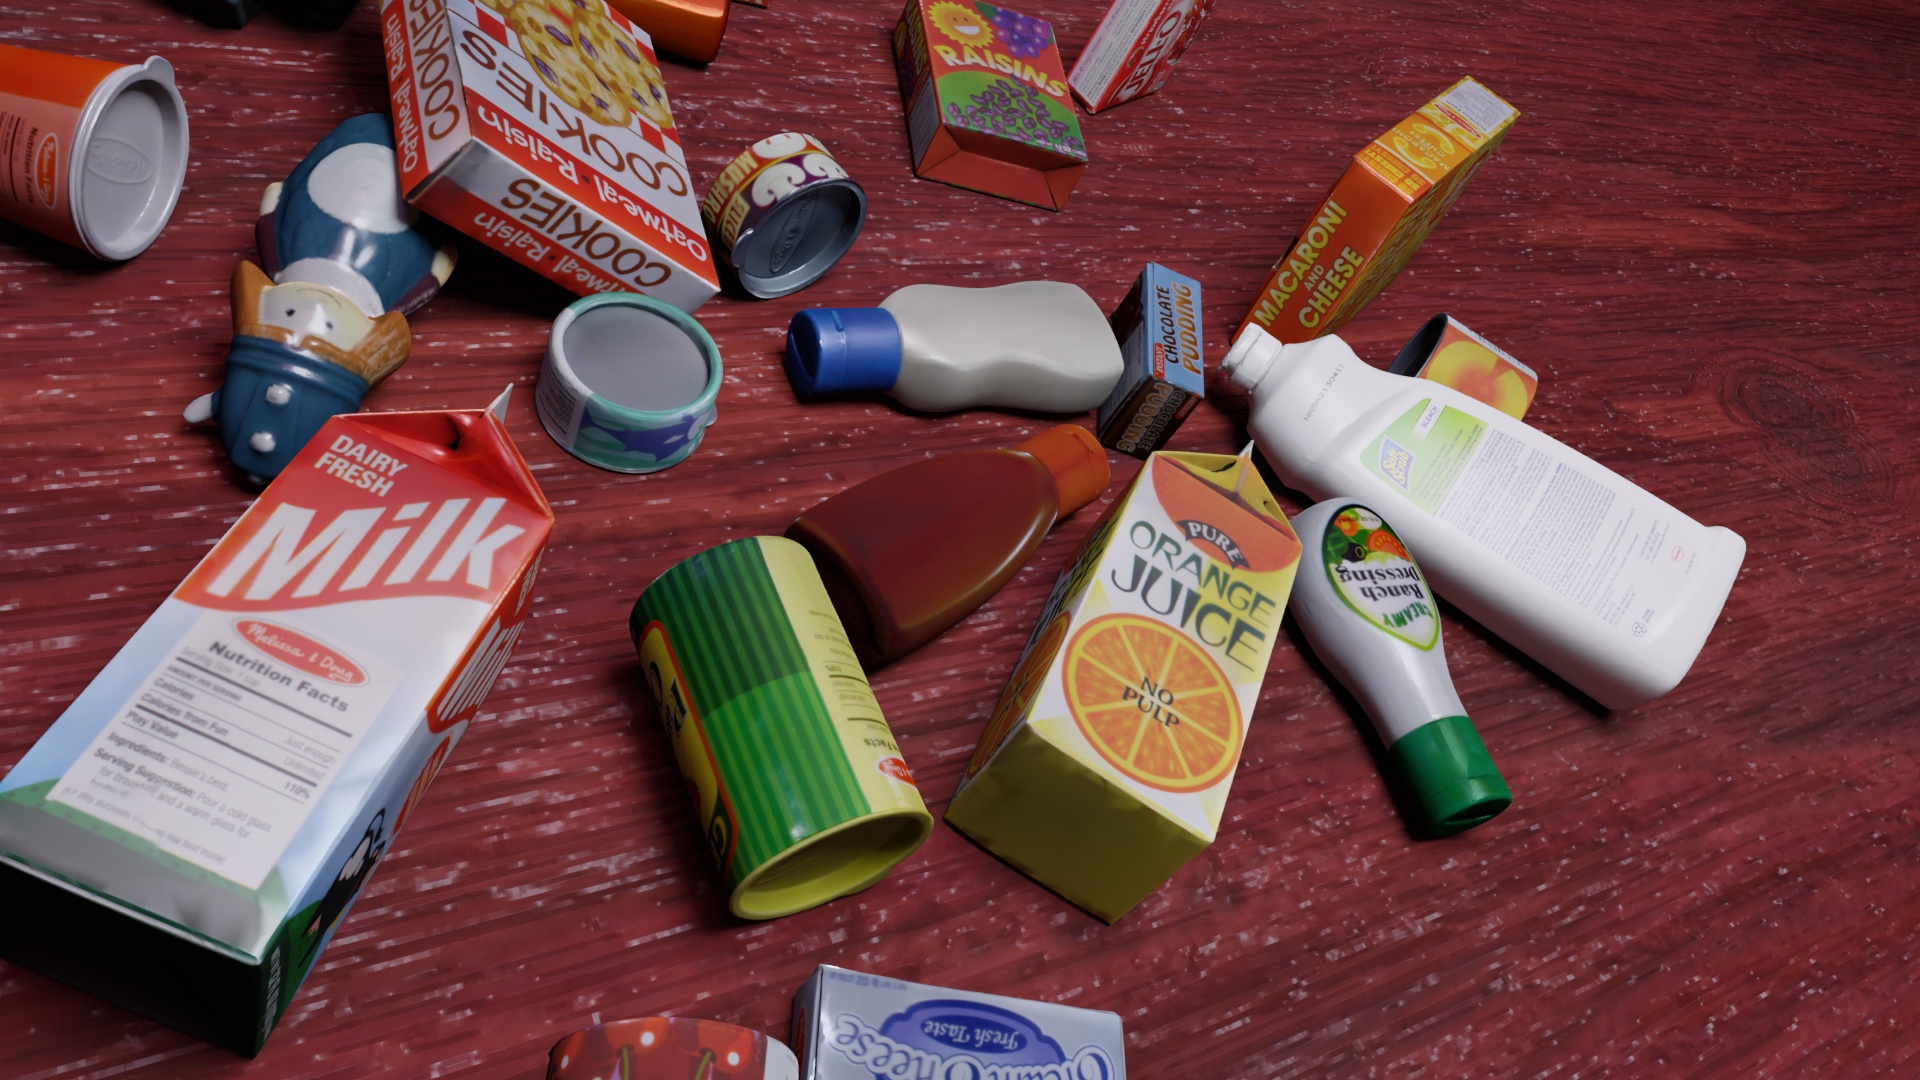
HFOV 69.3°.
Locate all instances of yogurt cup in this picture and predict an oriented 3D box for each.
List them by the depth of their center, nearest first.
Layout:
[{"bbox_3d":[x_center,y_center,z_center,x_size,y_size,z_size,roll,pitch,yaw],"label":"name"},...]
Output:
[{"bbox_3d":[-0.308,-0.135,0.474,0.054,0.072,0.073,15,48,-6],"label":"yogurt cup"}]

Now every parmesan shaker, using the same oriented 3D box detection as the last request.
[{"bbox_3d":[-0.059,0.060,0.446,0.071,0.071,0.103,-8,57,-33],"label":"parmesan shaker"}]

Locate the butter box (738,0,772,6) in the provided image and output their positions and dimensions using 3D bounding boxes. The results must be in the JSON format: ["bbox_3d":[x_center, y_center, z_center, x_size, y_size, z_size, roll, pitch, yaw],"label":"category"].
[{"bbox_3d":[-0.151,-0.317,0.735,0.104,0.024,0.053,2,52,-27],"label":"butter box"}]

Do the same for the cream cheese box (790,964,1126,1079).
[{"bbox_3d":[0.001,0.164,0.417,0.104,0.024,0.053,15,48,-17],"label":"cream cheese box"}]

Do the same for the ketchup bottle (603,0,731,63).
[{"bbox_3d":[-0.186,-0.280,0.671,0.149,0.043,0.065,11,51,-20],"label":"ketchup bottle"}]

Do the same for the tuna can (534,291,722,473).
[{"bbox_3d":[-0.124,-0.061,0.531,0.071,0.032,0.071,14,48,-17],"label":"tuna can"}]

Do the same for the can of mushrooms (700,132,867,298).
[{"bbox_3d":[-0.078,-0.139,0.597,0.071,0.070,0.033,-23,67,-39],"label":"can of mushrooms"}]

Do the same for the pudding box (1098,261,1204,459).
[{"bbox_3d":[0.089,-0.085,0.654,0.030,0.049,0.084,20,47,-15],"label":"pudding box"}]

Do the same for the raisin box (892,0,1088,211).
[{"bbox_3d":[0.014,-0.240,0.750,0.086,0.039,0.124,7,52,-22],"label":"raisin box"}]

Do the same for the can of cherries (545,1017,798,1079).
[{"bbox_3d":[-0.078,0.160,0.350,0.071,0.071,0.059,14,48,-18],"label":"can of cherries"}]

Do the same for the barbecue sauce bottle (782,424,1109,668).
[{"bbox_3d":[0.002,-0.007,0.547,0.149,0.043,0.065,-29,71,-42],"label":"barbecue sauce bottle"}]

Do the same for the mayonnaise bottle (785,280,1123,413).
[{"bbox_3d":[-0.002,-0.084,0.611,0.148,0.041,0.065,-6,55,-30],"label":"mayonnaise bottle"}]

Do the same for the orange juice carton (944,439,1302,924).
[{"bbox_3d":[0.071,0.037,0.527,0.073,0.071,0.194,32,46,-2],"label":"orange juice carton"}]

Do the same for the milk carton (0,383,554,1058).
[{"bbox_3d":[-0.178,0.035,0.396,0.073,0.072,0.191,26,47,-7],"label":"milk carton"}]

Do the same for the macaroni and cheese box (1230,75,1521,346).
[{"bbox_3d":[0.221,-0.169,0.742,0.040,0.123,0.167,41,46,12],"label":"macaroni and cheese box"}]

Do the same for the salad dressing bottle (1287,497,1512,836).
[{"bbox_3d":[0.185,0.052,0.595,0.064,0.043,0.148,-1,54,-27],"label":"salad dressing bottle"}]

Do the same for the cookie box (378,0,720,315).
[{"bbox_3d":[-0.168,-0.174,0.560,0.123,0.040,0.168,27,36,-51],"label":"cookie box"}]

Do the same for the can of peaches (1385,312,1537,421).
[{"bbox_3d":[0.254,-0.074,0.724,0.058,0.071,0.071,32,45,-1],"label":"can of peaches"}]
